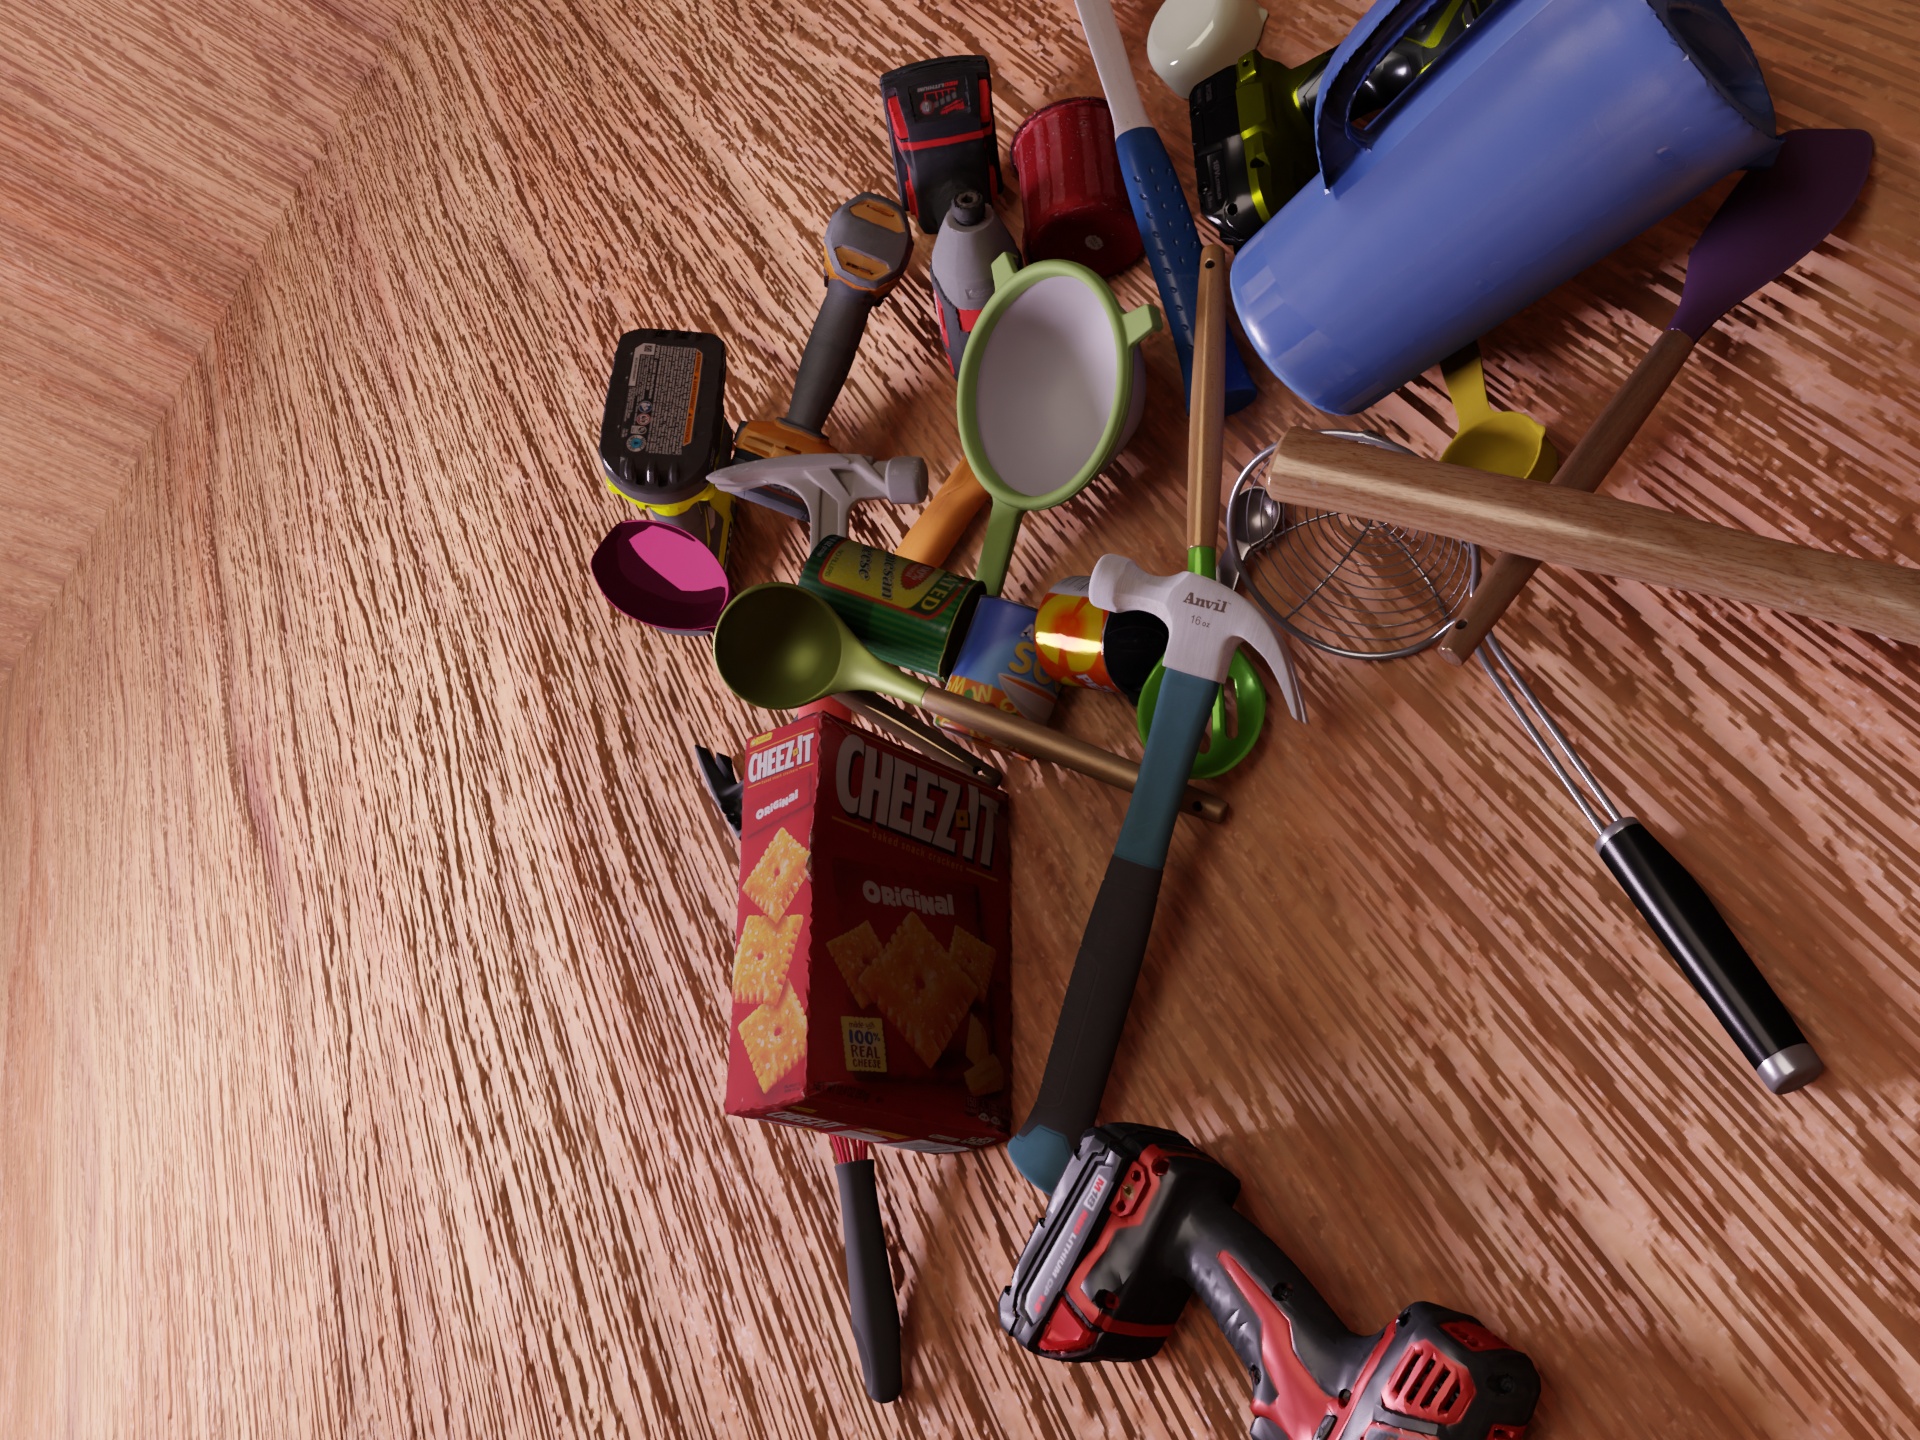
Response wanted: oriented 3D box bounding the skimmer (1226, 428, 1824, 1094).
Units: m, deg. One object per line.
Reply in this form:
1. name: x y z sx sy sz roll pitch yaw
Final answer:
1. skimmer: 0.234 0.009 0.706 0.127 0.090 0.364 106 150 -45

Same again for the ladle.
1. ladle: -0.001 -0.003 0.897 0.320 0.062 0.078 22 107 23

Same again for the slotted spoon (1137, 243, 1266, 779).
1. slotted spoon: 0.137 -0.119 0.884 0.070 0.031 0.314 -1 77 20

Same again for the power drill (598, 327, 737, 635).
1. power drill: -0.209 -0.194 1.205 0.228 0.080 0.191 97 177 -68

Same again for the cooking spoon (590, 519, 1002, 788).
1. cooking spoon: -0.108 -0.040 1.018 0.319 0.017 0.069 31 80 17

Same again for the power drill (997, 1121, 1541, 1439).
1. power drill: 0.120 0.303 0.698 0.227 0.080 0.188 28 93 46

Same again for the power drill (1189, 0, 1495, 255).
1. power drill: 0.243 -0.343 0.879 0.223 0.080 0.171 -21 57 35

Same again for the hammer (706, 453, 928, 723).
1. hammer: -0.098 0.001 1.036 0.149 0.036 0.359 -2 80 12

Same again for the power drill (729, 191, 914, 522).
1. power drill: -0.098 -0.264 1.164 0.185 0.084 0.226 -118 49 -79

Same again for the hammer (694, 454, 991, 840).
1. hammer: -0.067 -0.064 1.102 0.337 0.034 0.127 -54 43 13

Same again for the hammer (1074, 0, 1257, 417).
1. hammer: 0.112 -0.373 0.985 0.144 0.035 0.406 -12 73 -6

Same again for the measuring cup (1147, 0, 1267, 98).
1. measuring cup: 0.158 -0.496 1.068 0.083 0.038 0.168 -21 59 39

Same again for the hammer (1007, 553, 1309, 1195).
1. hammer: 0.088 0.086 0.830 0.128 0.033 0.331 17 93 23

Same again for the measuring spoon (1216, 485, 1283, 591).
1. measuring spoon: 0.150 -0.072 0.895 0.034 0.018 0.124 29 100 40

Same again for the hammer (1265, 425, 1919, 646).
1. hammer: 0.285 -0.073 0.647 0.331 0.031 0.130 19 75 27

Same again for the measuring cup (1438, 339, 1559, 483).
1. measuring cup: 0.266 -0.158 0.810 0.062 0.029 0.157 -30 40 33

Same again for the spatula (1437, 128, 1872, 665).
1. spatula: 0.307 -0.149 0.705 0.316 0.018 0.060 -52 39 -9

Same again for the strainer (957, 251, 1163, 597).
1. strainer: 0.056 -0.155 0.999 0.152 0.069 0.256 35 118 44

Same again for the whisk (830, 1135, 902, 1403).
1. whisk: -0.064 0.236 0.920 0.073 0.073 0.296 -25 66 37

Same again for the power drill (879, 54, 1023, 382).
1. power drill: 0.000 -0.349 1.089 0.078 0.143 0.220 -11 56 1
